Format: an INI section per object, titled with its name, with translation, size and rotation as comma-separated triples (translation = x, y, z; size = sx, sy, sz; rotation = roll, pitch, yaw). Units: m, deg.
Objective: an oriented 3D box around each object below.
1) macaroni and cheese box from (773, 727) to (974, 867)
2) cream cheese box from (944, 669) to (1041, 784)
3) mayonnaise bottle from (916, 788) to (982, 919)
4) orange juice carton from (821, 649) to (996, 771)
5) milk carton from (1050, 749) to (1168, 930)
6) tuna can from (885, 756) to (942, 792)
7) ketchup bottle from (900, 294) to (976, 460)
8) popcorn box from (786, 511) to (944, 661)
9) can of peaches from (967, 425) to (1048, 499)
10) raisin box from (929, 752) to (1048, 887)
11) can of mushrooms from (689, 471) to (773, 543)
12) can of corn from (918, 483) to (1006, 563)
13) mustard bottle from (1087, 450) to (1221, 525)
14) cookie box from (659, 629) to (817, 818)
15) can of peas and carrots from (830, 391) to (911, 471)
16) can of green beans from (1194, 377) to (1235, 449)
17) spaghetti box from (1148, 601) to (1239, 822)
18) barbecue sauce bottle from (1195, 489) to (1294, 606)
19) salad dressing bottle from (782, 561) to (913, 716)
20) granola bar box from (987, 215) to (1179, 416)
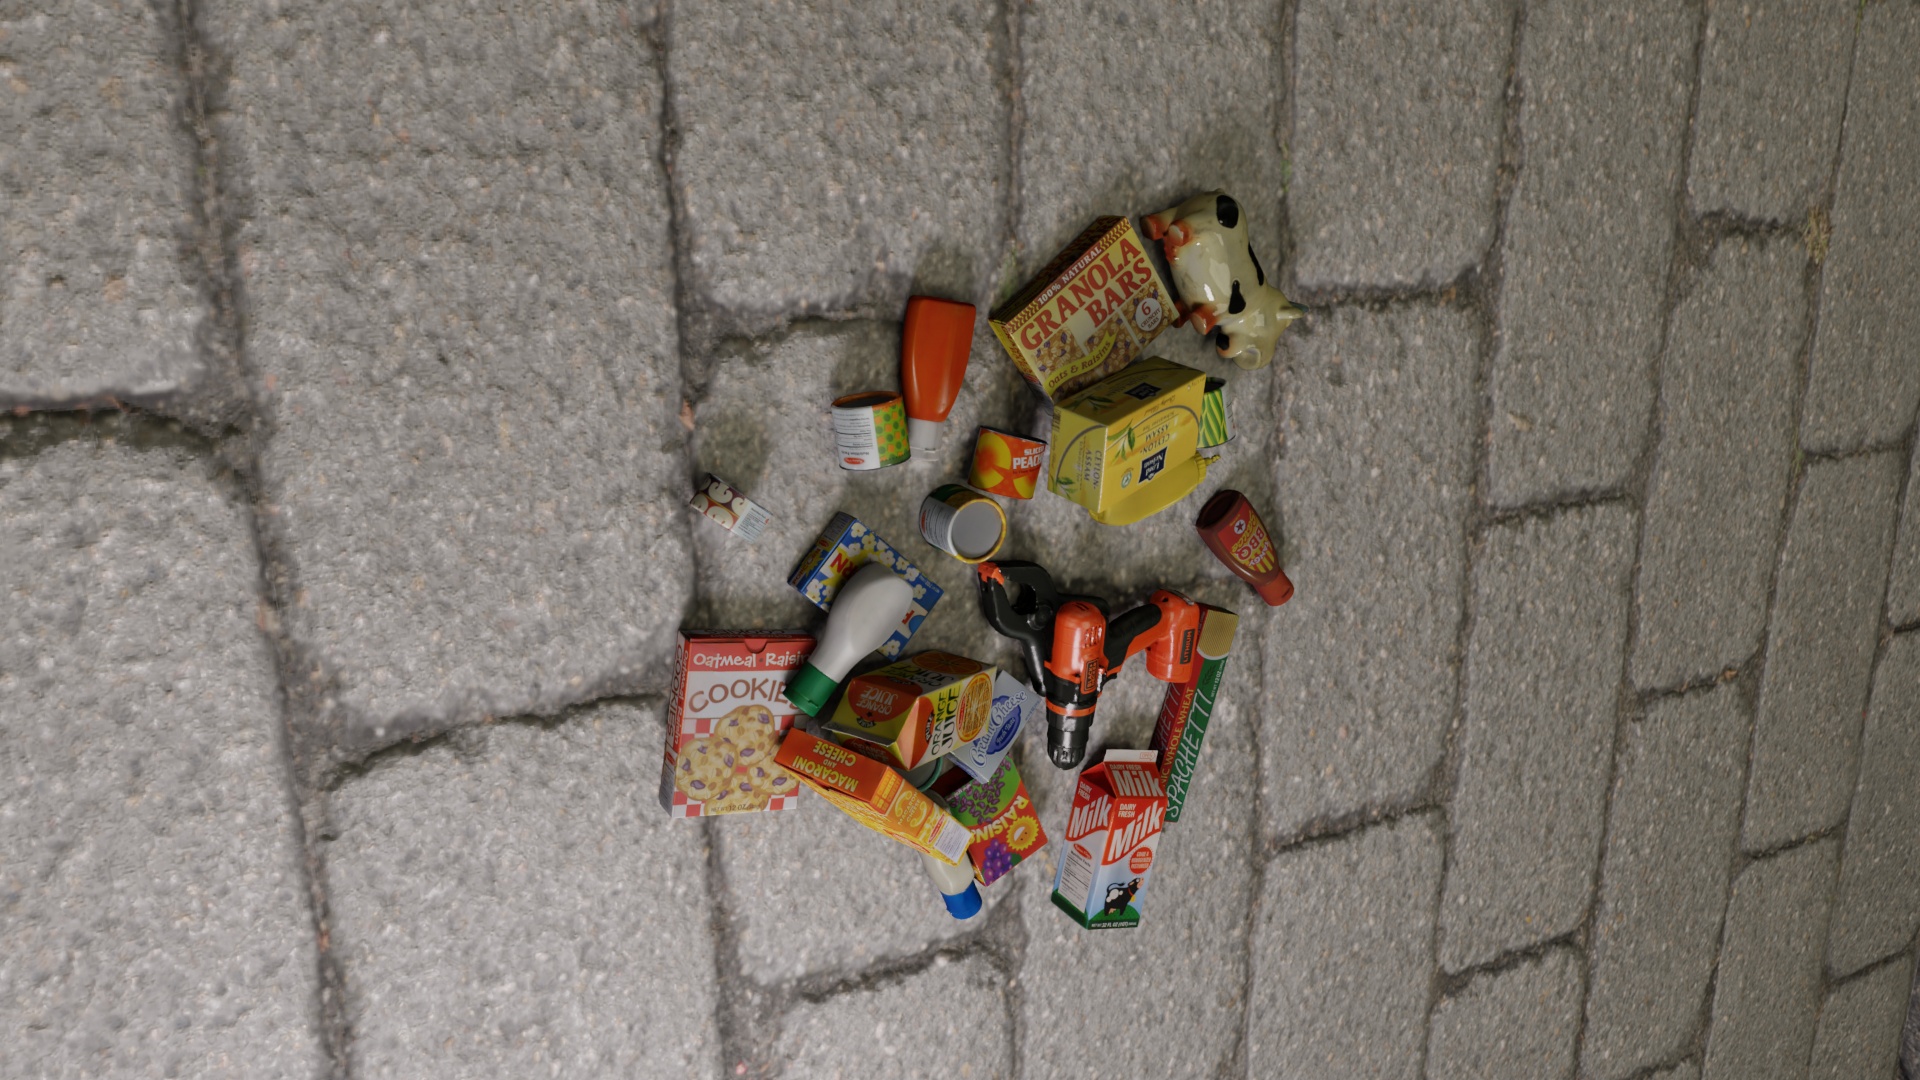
[macaroni and cheese box]
translation = -0.078, 0.238, 1.280
size = 0.166, 0.124, 0.040
rotation = 47, 64, -48
[cream cheese box]
translation = 0.032, 0.186, 1.394
size = 0.053, 0.024, 0.104
rotation = 37, 68, -5
[mayonnaise bottle]
translation = -0.016, 0.319, 1.404
size = 0.041, 0.065, 0.147
rotation = -34, 122, -23
[orange juice carton]
translation = -0.045, 0.159, 1.286
size = 0.193, 0.072, 0.073
rotation = -13, 112, -60
[milk carton]
translation = 0.165, 0.316, 1.500
size = 0.072, 0.073, 0.190
rotation = 7, 99, -31
[tuna can]
translation = -0.051, 0.216, 1.371
size = 0.071, 0.033, 0.071
rotation = -8, 107, -28
[ketchup bottle]
translation = -0.027, -0.149, 1.282
size = 0.065, 0.043, 0.148
rotation = 3, 102, -30
[popcorn box]
translation = -0.088, 0.043, 1.301
size = 0.126, 0.038, 0.085
rotation = 41, 80, -31
[can of peaches]
translation = 0.046, -0.074, 1.328
size = 0.071, 0.071, 0.058
rotation = 9, 99, -32
[raisin box]
translation = 0.029, 0.282, 1.432
size = 0.086, 0.040, 0.123
rotation = -33, 116, -20
[can of mushrooms]
translation = -0.200, -0.029, 1.202
size = 0.071, 0.071, 0.033
rotation = 35, 86, -32
[can of corn]
translation = 0.005, -0.017, 1.327
size = 0.071, 0.058, 0.071
rotation = -9, 108, -28
[mustard bottle]
translation = 0.204, -0.063, 1.436
size = 0.161, 0.049, 0.065
rotation = -18, 114, -26
[cookie box]
translation = -0.202, 0.165, 1.265
size = 0.123, 0.040, 0.167
rotation = 2, 102, -31
[can of peas and carrots]
translation = -0.080, -0.100, 1.253
size = 0.071, 0.071, 0.058
rotation = -17, 111, -26
[can of green beans]
translation = 0.247, -0.132, 1.433
size = 0.071, 0.071, 0.057
rotation = -21, 112, -24
[spaghetti box]
translation = 0.250, 0.193, 1.543
size = 0.050, 0.029, 0.249
rotation = 12, 96, -31
[barbecue sauce bottle]
translation = 0.317, 0.013, 1.526
size = 0.065, 0.044, 0.148
rotation = -49, 122, -12
[salad dressing bottle]
translation = -0.103, 0.089, 1.255
size = 0.148, 0.044, 0.064
rotation = -53, 128, -7
[granola bar box]
translation = 0.121, -0.217, 1.353
size = 0.166, 0.039, 0.124
rotation = -43, 121, -13
